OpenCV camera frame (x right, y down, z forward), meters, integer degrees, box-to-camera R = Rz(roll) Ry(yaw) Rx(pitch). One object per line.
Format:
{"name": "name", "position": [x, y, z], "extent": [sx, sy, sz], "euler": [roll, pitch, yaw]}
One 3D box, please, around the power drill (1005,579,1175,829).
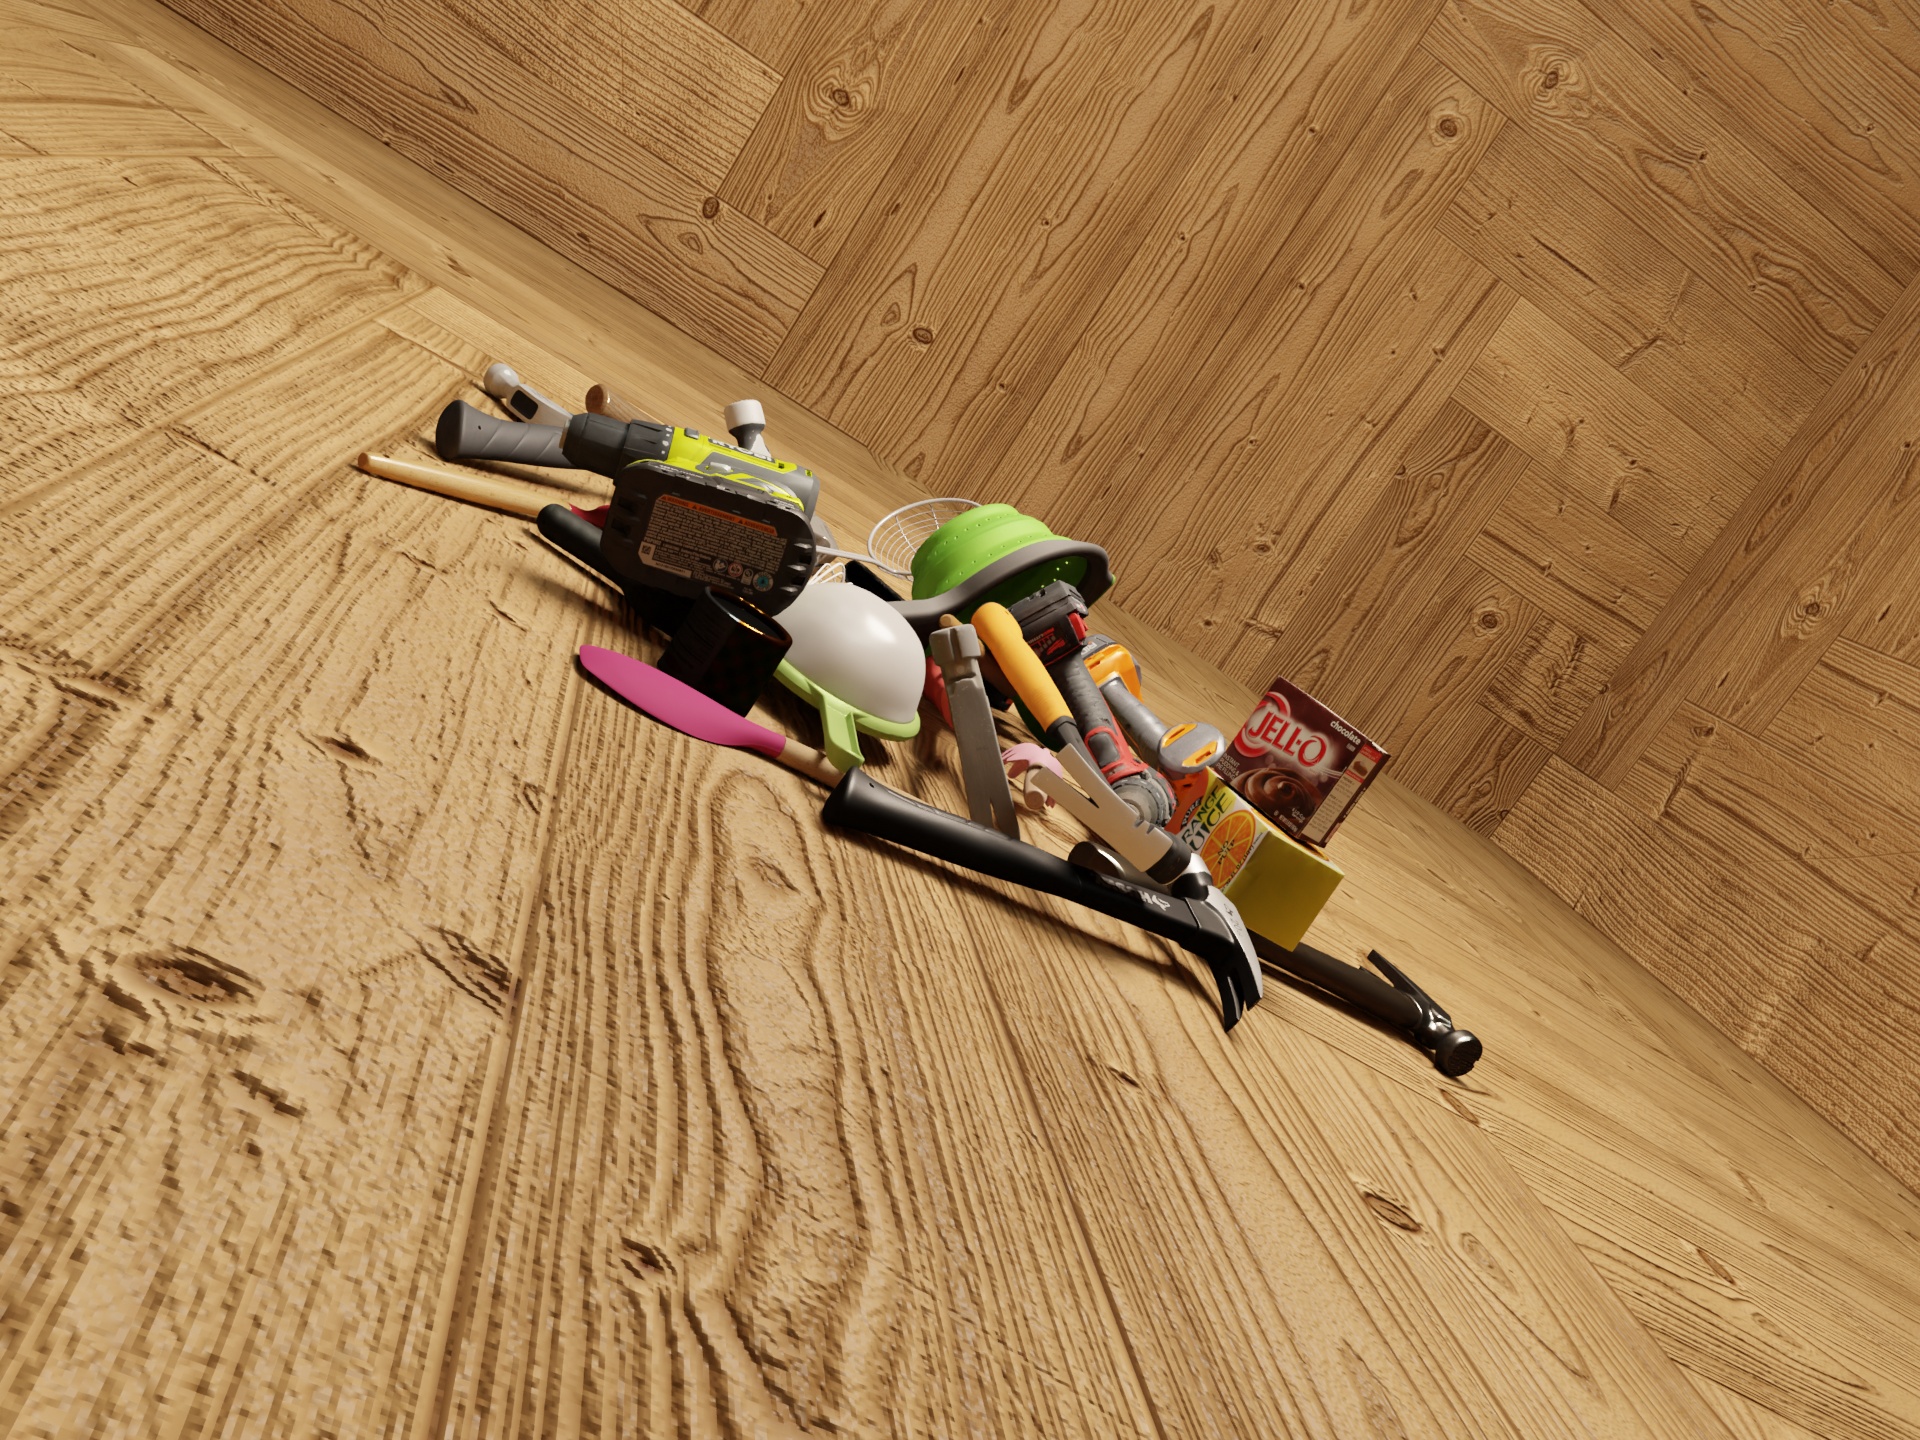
{"name": "power drill", "position": [0.106, 0.002, 1.315], "extent": [0.227, 0.080, 0.188], "euler": [62, 10, 4]}

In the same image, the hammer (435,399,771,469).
{"name": "hammer", "position": [-0.274, -0.213, 1.315], "extent": [0.409, 0.036, 0.149], "euler": [-7, 84, -62]}

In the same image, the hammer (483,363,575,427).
{"name": "hammer", "position": [-0.299, -0.252, 1.534], "extent": [0.128, 0.033, 0.330], "euler": [40, 12, 33]}

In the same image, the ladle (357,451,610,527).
{"name": "ladle", "position": [-0.301, -0.153, 1.129], "extent": [0.069, 0.031, 0.315], "euler": [38, 13, 24]}

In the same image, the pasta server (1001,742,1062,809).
{"name": "pasta server", "position": [0.051, 0.046, 1.145], "extent": [0.060, 0.040, 0.316], "euler": [34, 5, 1]}

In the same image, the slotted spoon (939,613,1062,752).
{"name": "slotted spoon", "position": [0.038, -0.034, 1.377], "extent": [0.070, 0.031, 0.313], "euler": [44, 1, 25]}

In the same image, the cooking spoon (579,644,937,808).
{"name": "cooking spoon", "position": [-0.090, 0.026, 0.977], "extent": [0.318, 0.017, 0.069], "euler": [28, 14, -26]}

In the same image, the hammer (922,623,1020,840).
{"name": "hammer", "position": [-0.002, -0.004, 1.212], "extent": [0.359, 0.036, 0.149], "euler": [-128, -154, -83]}

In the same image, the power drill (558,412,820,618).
{"name": "power drill", "position": [-0.190, -0.156, 1.114], "extent": [0.190, 0.080, 0.229], "euler": [16, 17, -16]}

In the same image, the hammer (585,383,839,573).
{"name": "hammer", "position": [-0.227, -0.230, 1.517], "extent": [0.331, 0.031, 0.130], "euler": [28, 25, -51]}

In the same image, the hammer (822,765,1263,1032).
{"name": "hammer", "position": [0.058, 0.100, 0.999], "extent": [0.334, 0.035, 0.146], "euler": [23, 28, -31]}

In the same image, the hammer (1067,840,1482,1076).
{"name": "hammer", "position": [0.238, 0.172, 1.246], "extent": [0.410, 0.038, 0.146], "euler": [27, 12, -31]}

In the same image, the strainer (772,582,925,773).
{"name": "strainer", "position": [-0.071, -0.037, 1.064], "extent": [0.151, 0.069, 0.256], "euler": [31, 13, -17]}

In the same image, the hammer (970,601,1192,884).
{"name": "hammer", "position": [0.059, -0.010, 1.132], "extent": [0.127, 0.034, 0.337], "euler": [39, 11, -29]}

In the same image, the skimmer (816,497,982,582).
{"name": "skimmer", "position": [-0.107, -0.184, 1.472], "extent": [0.127, 0.090, 0.363], "euler": [24, 12, 35]}

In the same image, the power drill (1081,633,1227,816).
{"name": "power drill", "position": [0.182, 0.033, 1.504], "extent": [0.227, 0.084, 0.164], "euler": [46, -16, 45]}

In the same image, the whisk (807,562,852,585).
{"name": "whisk", "position": [-0.128, -0.102, 1.300], "extent": [0.058, 0.059, 0.246], "euler": [18, 7, 7]}

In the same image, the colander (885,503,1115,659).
{"name": "colander", "position": [-0.028, -0.118, 1.356], "extent": [0.397, 0.204, 0.095], "euler": [-9, 63, -51]}
